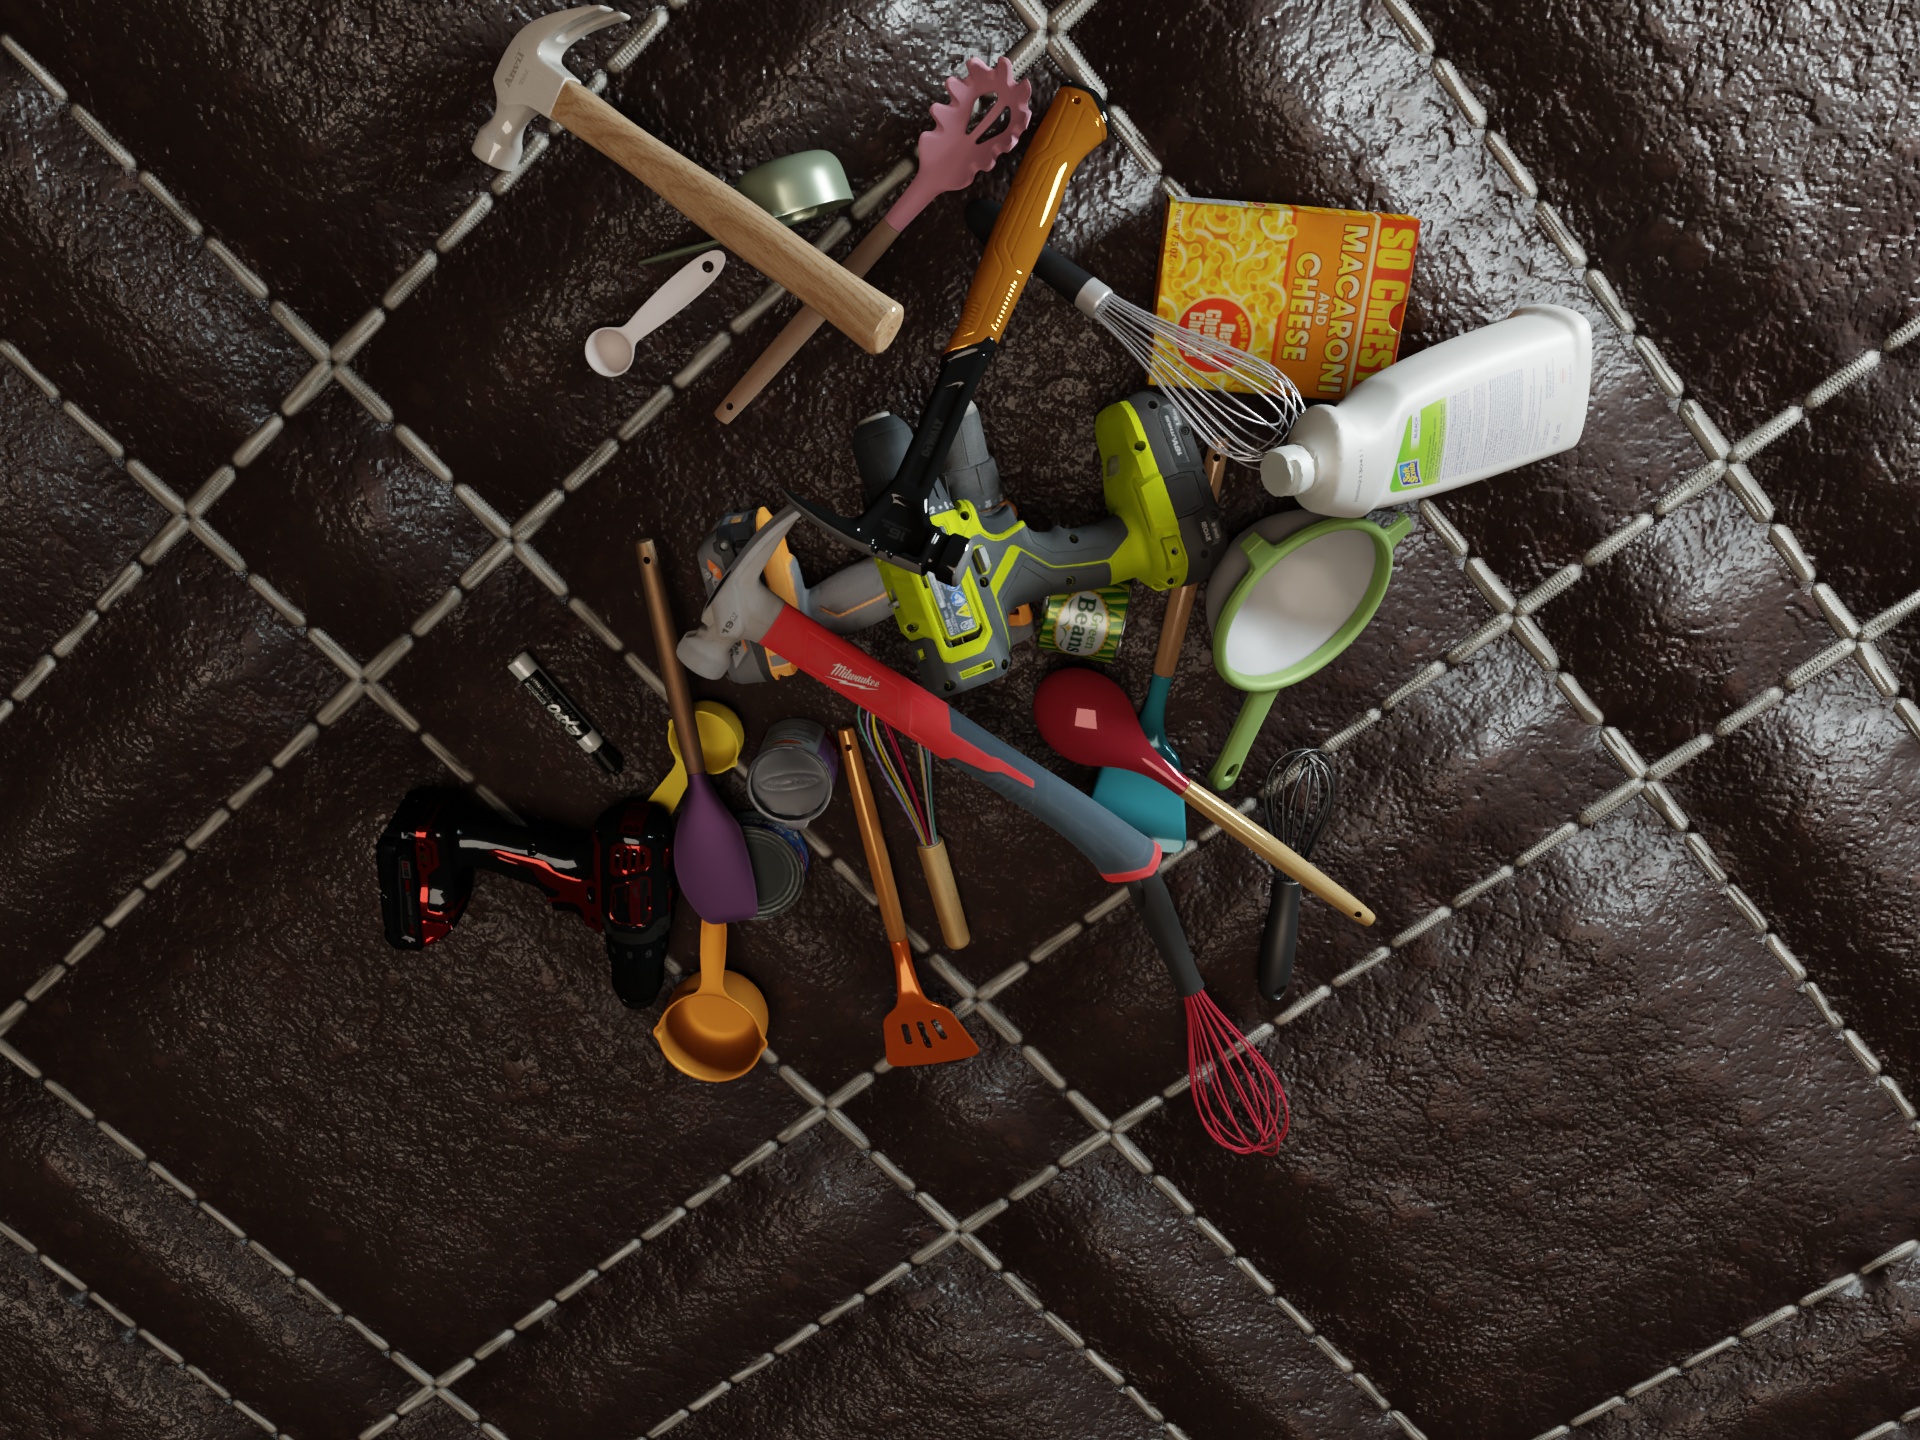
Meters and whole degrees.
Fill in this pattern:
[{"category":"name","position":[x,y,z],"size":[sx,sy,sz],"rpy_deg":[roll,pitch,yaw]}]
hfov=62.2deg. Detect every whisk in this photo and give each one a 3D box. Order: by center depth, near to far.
[{"category":"whisk","position":[0.112,-0.260,1.048],"size":[0.285,0.070,0.070],"rpy_deg":[39,112,11]},{"category":"whisk","position":[0.256,0.125,1.251],"size":[0.055,0.055,0.238],"rpy_deg":[3,118,3]},{"category":"whisk","position":[-0.033,0.079,1.252],"size":[0.051,0.047,0.244],"rpy_deg":[-12,116,7]},{"category":"whisk","position":[0.194,0.235,1.296],"size":[0.073,0.073,0.295],"rpy_deg":[-21,105,12]}]

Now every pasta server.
[{"category":"pasta server","position":[-0.067,-0.317,1.083],"size":[0.060,0.040,0.316],"rpy_deg":[46,110,-2]}]

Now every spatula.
[{"category":"spatula","position":[0.158,-0.054,1.180],"size":[0.082,0.044,0.317],"rpy_deg":[11,113,1]},{"category":"spatula","position":[-0.209,0.015,1.210],"size":[0.060,0.018,0.315],"rpy_deg":[-8,110,0]},{"category":"spatula","position":[-0.056,0.152,1.297],"size":[0.081,0.041,0.322],"rpy_deg":[-10,109,8]}]

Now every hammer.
[{"category":"hammer","position":[-0.170,-0.340,1.017],"size":[0.331,0.031,0.130],"rpy_deg":[37,114,13]},{"category":"hammer","position":[0.007,-0.260,1.023],"size":[0.127,0.034,0.337],"rpy_deg":[23,84,5]},{"category":"hammer","position":[-0.002,-0.004,1.141],"size":[0.386,0.038,0.143],"rpy_deg":[32,105,-18]}]

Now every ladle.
[{"category":"ladle","position":[0.187,0.065,1.193],"size":[0.315,0.031,0.069],"rpy_deg":[35,109,-9]}]

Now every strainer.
[{"category":"strainer","position":[0.217,-0.059,1.167],"size":[0.151,0.069,0.256],"rpy_deg":[-11,137,-29]}]

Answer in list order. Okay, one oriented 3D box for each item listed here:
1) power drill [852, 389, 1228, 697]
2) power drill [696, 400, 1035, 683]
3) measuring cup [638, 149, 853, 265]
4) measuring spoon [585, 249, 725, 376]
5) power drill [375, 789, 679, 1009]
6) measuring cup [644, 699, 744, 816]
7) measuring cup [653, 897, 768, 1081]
[{"category":"power drill","position":[0.048,-0.140,1.079],"size":[0.228,0.080,0.190],"rpy_deg":[-21,94,-13]},{"category":"power drill","position":[-0.070,-0.128,1.145],"size":[0.226,0.084,0.185],"rpy_deg":[-10,111,4]},{"category":"measuring cup","position":[-0.152,-0.344,1.069],"size":[0.167,0.083,0.038],"rpy_deg":[-9,105,24]},{"category":"measuring spoon","position":[-0.213,-0.289,1.120],"size":[0.124,0.018,0.034],"rpy_deg":[-37,106,11]},{"category":"power drill","position":[-0.341,0.146,1.282],"size":[0.226,0.080,0.187],"rpy_deg":[5,120,-1]},{"category":"measuring cup","position":[-0.222,0.043,1.263],"size":[0.062,0.029,0.156],"rpy_deg":[34,123,-8]},{"category":"measuring cup","position":[-0.201,0.213,1.317],"size":[0.095,0.052,0.173],"rpy_deg":[6,112,1]}]
